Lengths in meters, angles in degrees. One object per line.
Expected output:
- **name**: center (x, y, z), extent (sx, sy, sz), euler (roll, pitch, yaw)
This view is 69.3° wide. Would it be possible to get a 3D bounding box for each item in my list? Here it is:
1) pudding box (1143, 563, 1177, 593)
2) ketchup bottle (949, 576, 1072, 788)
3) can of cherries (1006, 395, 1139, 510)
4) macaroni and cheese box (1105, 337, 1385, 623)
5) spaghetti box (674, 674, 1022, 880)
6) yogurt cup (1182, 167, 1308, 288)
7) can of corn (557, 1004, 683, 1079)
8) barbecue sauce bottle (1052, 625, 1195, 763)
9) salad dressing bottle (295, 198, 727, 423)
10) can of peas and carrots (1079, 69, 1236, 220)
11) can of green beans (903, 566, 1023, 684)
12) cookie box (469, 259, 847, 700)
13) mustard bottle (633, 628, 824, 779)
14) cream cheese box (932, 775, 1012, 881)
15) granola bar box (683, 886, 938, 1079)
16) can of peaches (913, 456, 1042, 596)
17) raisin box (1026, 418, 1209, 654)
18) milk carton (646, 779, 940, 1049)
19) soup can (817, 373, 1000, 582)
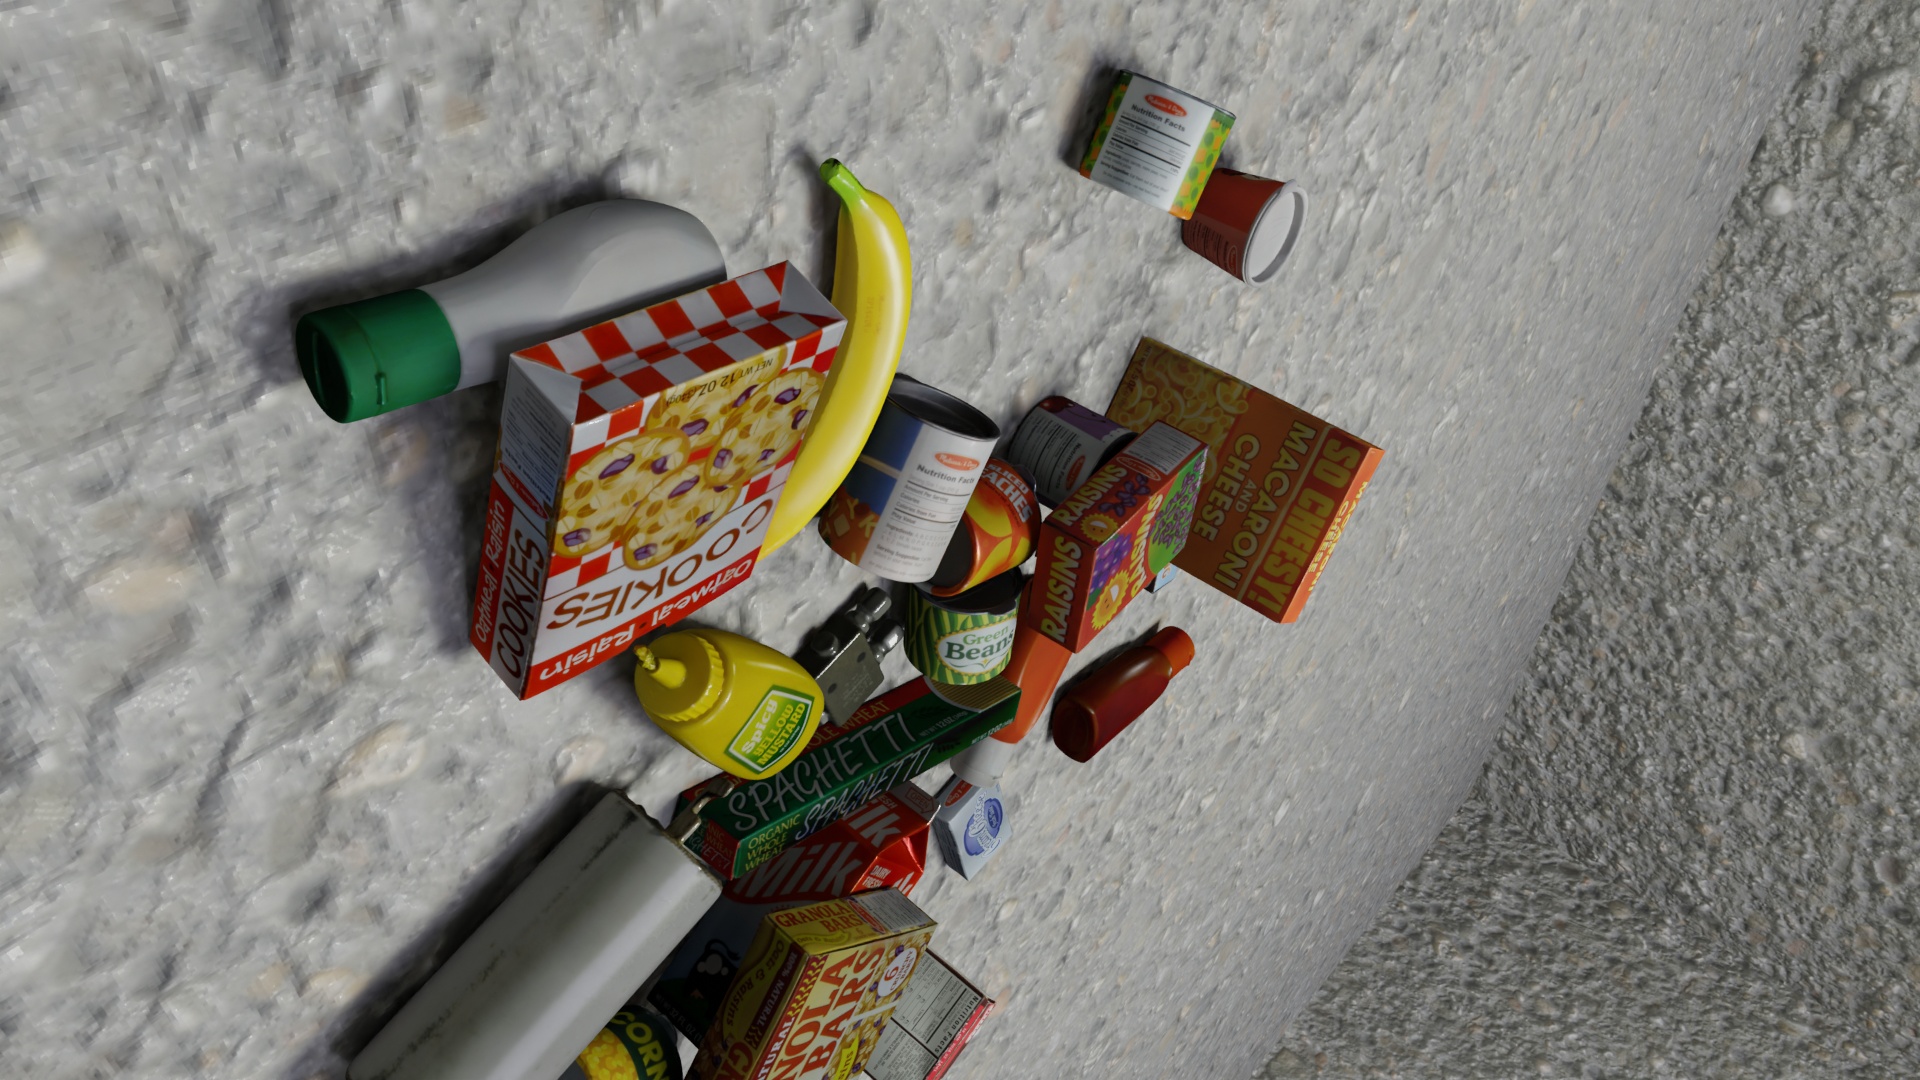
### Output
- **pudding box**: center (0.133, -0.011, 0.986), extent (0.030, 0.050, 0.083), euler (-27, 138, -41)
- **ketchup bottle**: center (0.040, 0.098, 0.950), extent (0.065, 0.043, 0.148), euler (7, 112, -58)
- **can of cherries**: center (0.071, -0.047, 0.846), extent (0.072, 0.058, 0.071), euler (-38, 145, -34)
- **macaroni and cheese box**: center (0.166, -0.040, 0.887), extent (0.040, 0.167, 0.123), euler (2, 115, -59)
- **spaghetti box**: center (-0.057, 0.127, 0.819), extent (0.251, 0.050, 0.028), euler (-21, 132, -48)
- **yogurt cup**: center (0.176, -0.199, 0.869), extent (0.073, 0.054, 0.072), euler (-38, 145, -33)
- **can of corn**: center (-0.192, 0.290, 0.746), extent (0.058, 0.071, 0.071), euler (-3, 120, -56)
- **barbecue sauce bottle**: center (0.135, 0.117, 1.117), extent (0.149, 0.044, 0.064), euler (-32, 142, -40)
- **salad dressing bottle**: center (-0.152, -0.079, 0.485), extent (0.148, 0.044, 0.064), euler (-28, 143, -42)
- **can of peas and carrots**: center (0.104, -0.209, 0.736), extent (0.071, 0.071, 0.058), euler (-3, 120, -56)
- **can of green beans**: center (0.001, 0.042, 0.812), extent (0.071, 0.071, 0.057), euler (-32, 142, -39)
- **cookie box**: center (-0.121, -0.020, 0.542), extent (0.123, 0.040, 0.166), euler (-30, 159, -40)
- **mustard bottle**: center (-0.116, 0.074, 0.664), extent (0.065, 0.049, 0.160), euler (-56, 158, -5)
- **cream cheese box**: center (0.008, 0.206, 1.023), extent (0.053, 0.024, 0.103), euler (-44, 148, -22)
- **granola bar box**: center (-0.092, 0.279, 0.772), extent (0.124, 0.039, 0.165), euler (11, 107, -58)
- **can of peaches**: center (0.003, -0.010, 0.765), extent (0.058, 0.071, 0.071), euler (-23, 136, -45)
- **raisin box**: center (0.091, -0.004, 0.807), extent (0.124, 0.040, 0.085), euler (-40, 150, -38)
- **milk carton**: center (-0.091, 0.218, 0.830), extent (0.191, 0.072, 0.073), euler (-55, 151, -7)
- **soup can**: center (-0.028, -0.032, 0.698), extent (0.071, 0.071, 0.083), euler (-5, 126, -56)
